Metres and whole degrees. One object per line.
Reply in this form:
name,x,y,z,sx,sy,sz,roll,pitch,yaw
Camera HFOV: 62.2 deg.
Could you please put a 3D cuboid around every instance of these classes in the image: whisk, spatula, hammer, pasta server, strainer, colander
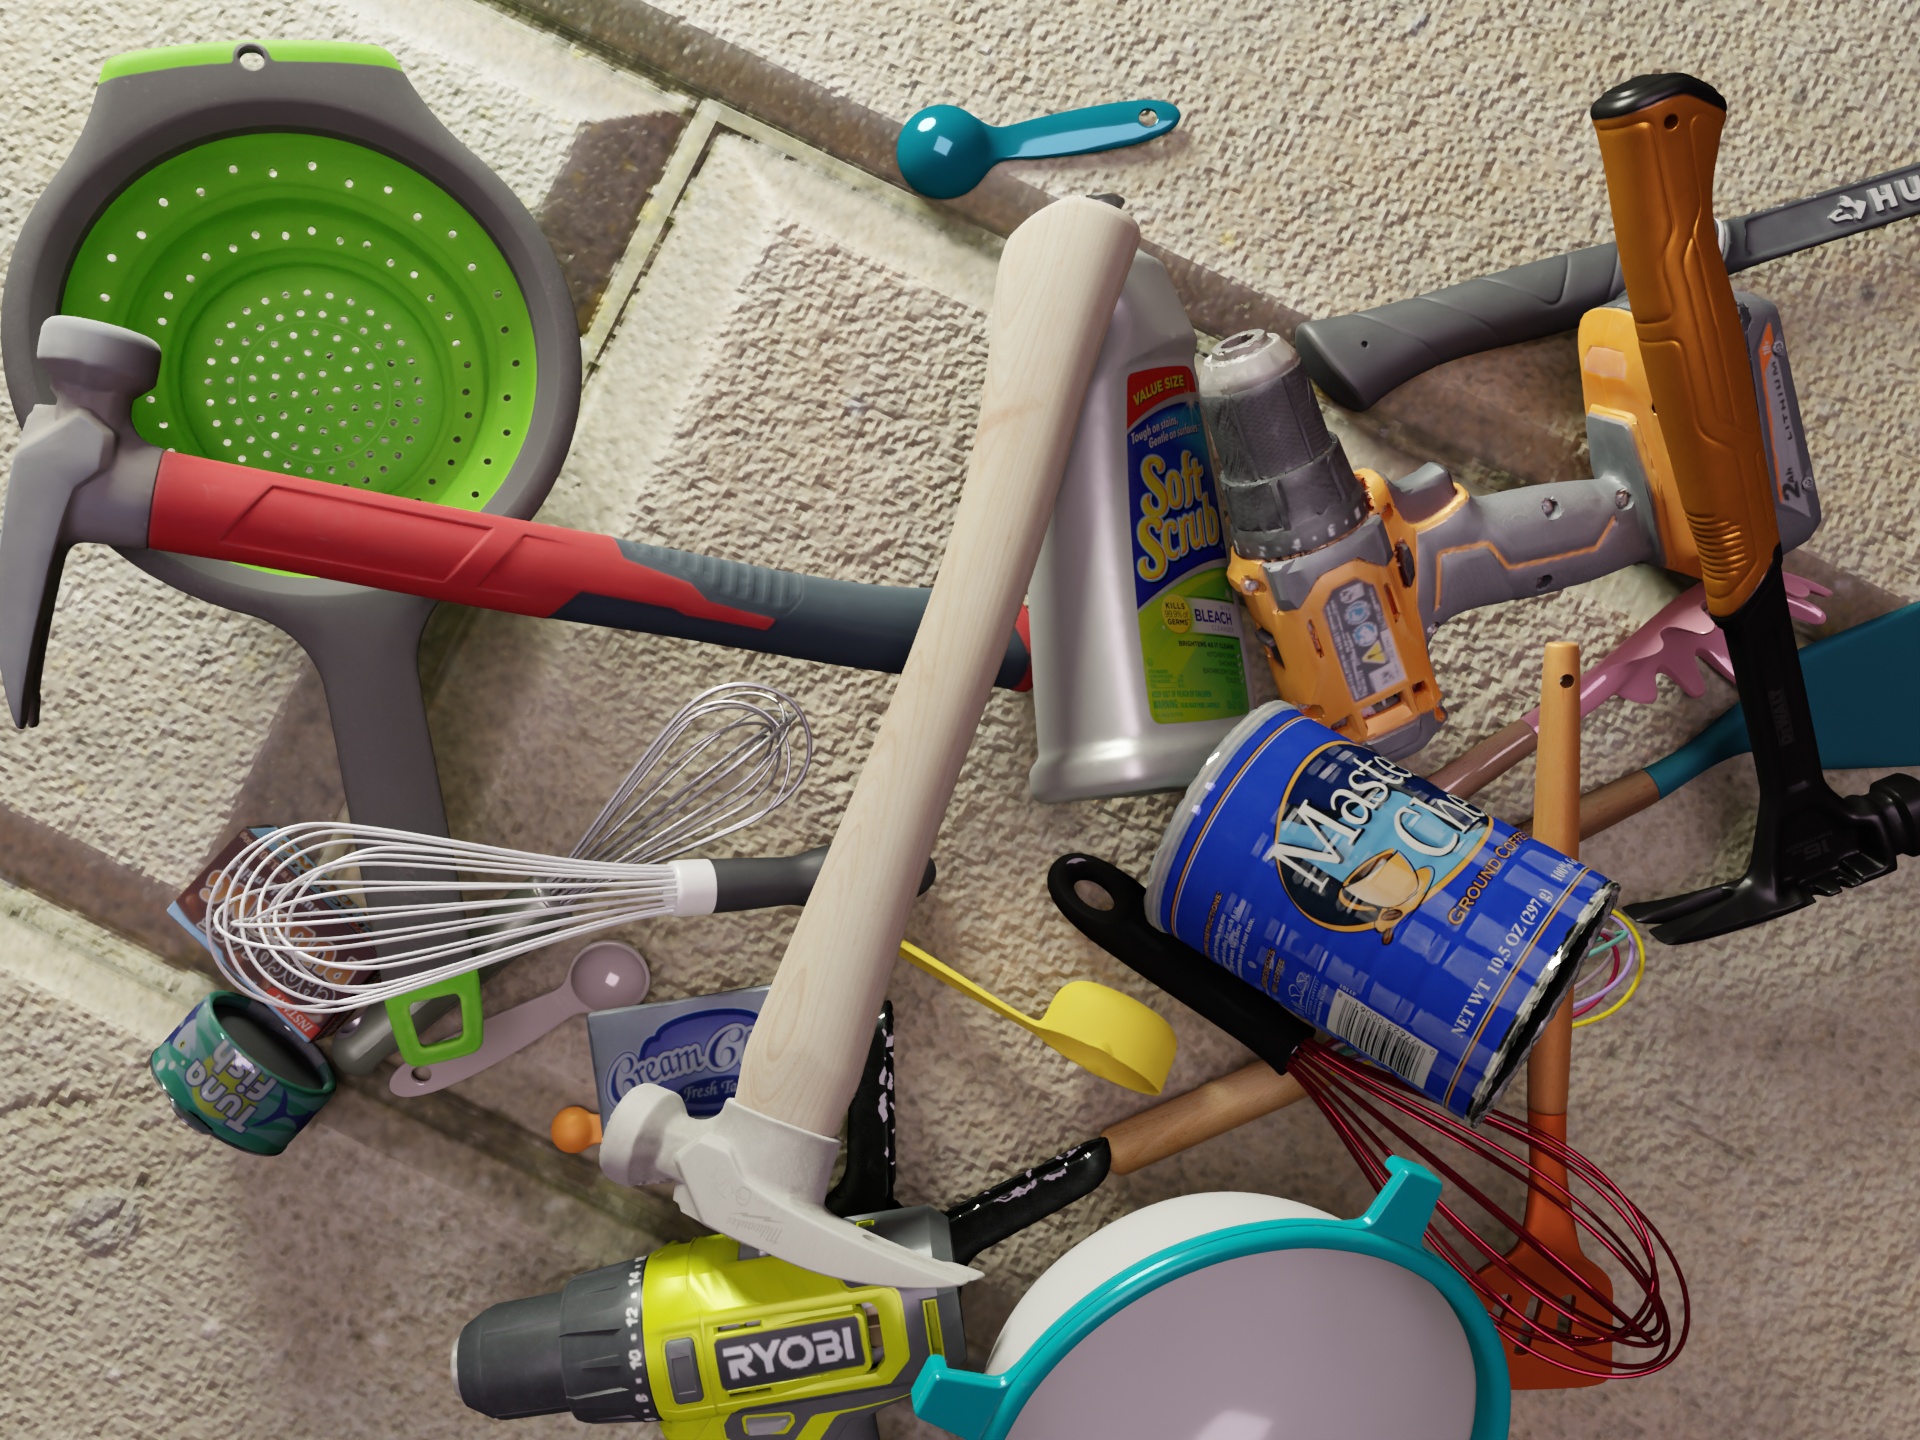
whisk,-0.136,0.066,0.618,0.284,0.070,0.070,-2,86,-29
spatula,0.232,0.129,0.638,0.081,0.041,0.322,0,97,2
whisk,0.148,0.143,0.625,0.296,0.073,0.073,37,86,24
spatula,0.275,0.042,0.676,0.317,0.044,0.082,-26,114,-1
hammer,0.346,-0.217,0.700,0.409,0.036,0.149,-17,85,-2
whisk,-0.165,0.070,0.669,0.246,0.058,0.059,-38,107,2
pasta server,0.226,0.026,0.680,0.316,0.060,0.040,-33,56,0
whisk,0.174,0.138,0.670,0.245,0.051,0.047,-24,92,1
hammer,-0.149,-0.040,0.616,0.386,0.038,0.143,9,89,-20
hammer,0.286,-0.071,0.604,0.127,0.034,0.336,-22,111,1
hammer,-0.001,-0.002,0.597,0.146,0.038,0.411,17,83,19
strainer,0.108,0.312,0.625,0.211,0.095,0.340,-21,113,-7
colander,-0.249,-0.060,0.649,0.204,0.094,0.397,-11,95,-20

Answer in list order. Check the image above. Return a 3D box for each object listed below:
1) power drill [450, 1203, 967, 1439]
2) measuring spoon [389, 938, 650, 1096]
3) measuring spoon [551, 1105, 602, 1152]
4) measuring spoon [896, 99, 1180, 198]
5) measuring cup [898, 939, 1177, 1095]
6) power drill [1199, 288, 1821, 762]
power drill,-0.083,0.308,0.613,0.190,0.080,0.228,-9,98,-2
measuring spoon,-0.189,0.127,0.680,0.124,0.018,0.034,-27,110,4
measuring spoon,-0.118,0.171,0.668,0.117,0.011,0.021,-4,85,10
measuring spoon,0.035,-0.262,0.704,0.128,0.021,0.042,-9,86,0
measuring cup,0.020,0.108,0.671,0.156,0.062,0.029,28,72,12
power drill,0.213,-0.102,0.643,0.226,0.084,0.185,-26,112,-1
